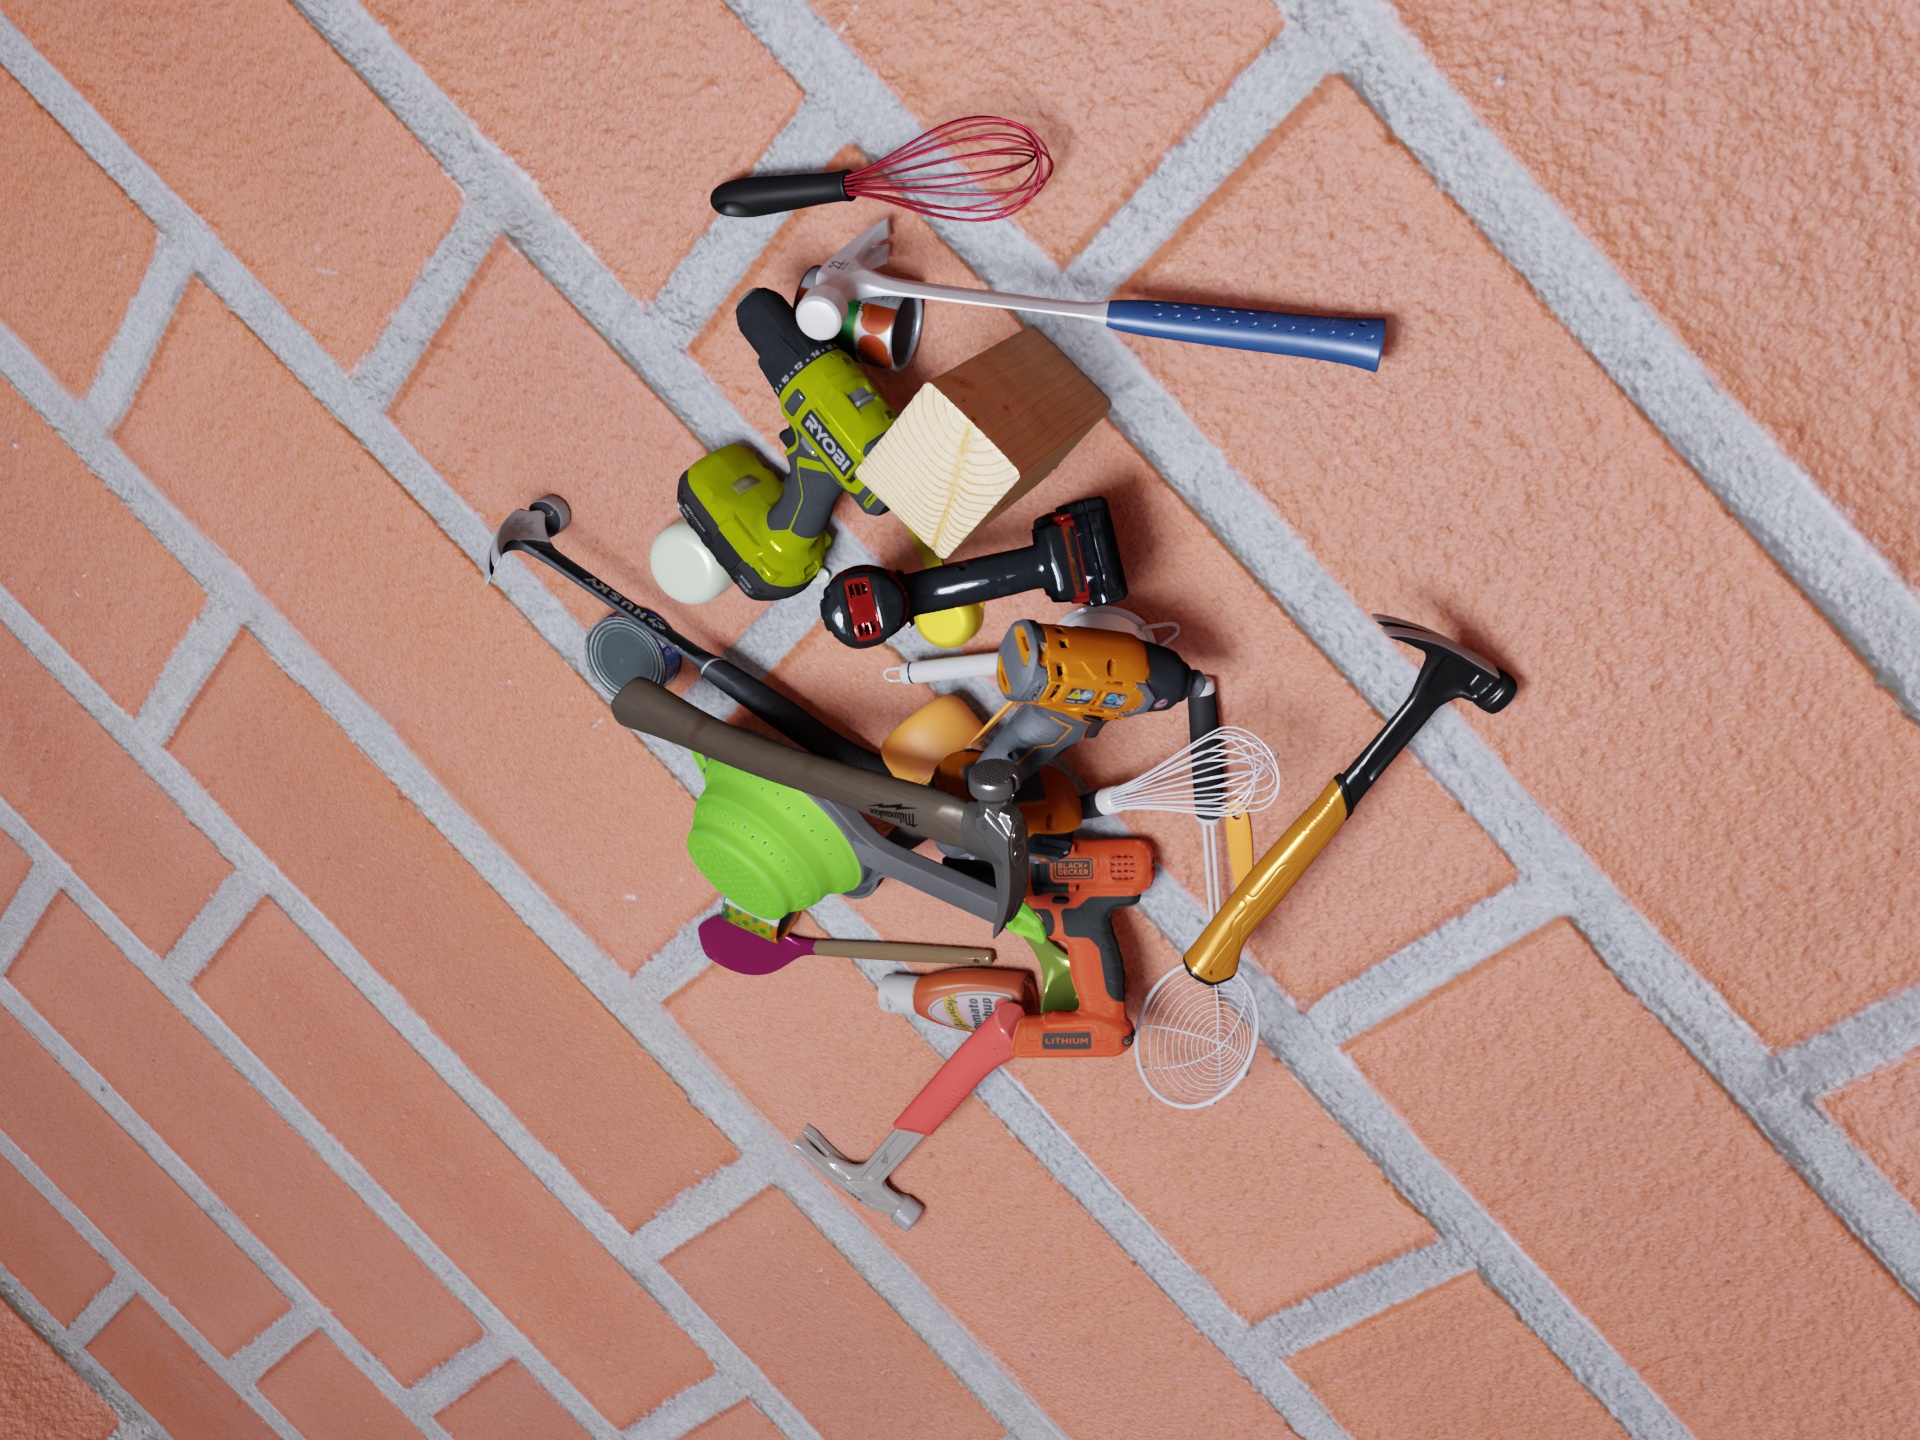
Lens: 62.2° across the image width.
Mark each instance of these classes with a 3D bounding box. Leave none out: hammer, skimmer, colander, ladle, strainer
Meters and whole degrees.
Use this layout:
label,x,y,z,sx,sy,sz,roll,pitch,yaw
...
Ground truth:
label,x,y,z,sx,sy,sz,roll,pitch,yaw
hammer,0.271,0.073,1.213,0.127,0.034,0.336,24,115,-23
skimmer,0.189,0.145,1.315,0.127,0.090,0.363,19,123,49
hammer,-0.233,-0.057,1.397,0.409,0.149,0.036,34,116,-3
hammer,-0.124,0.049,1.282,0.411,0.038,0.146,18,127,31
colander,-0.109,0.133,1.361,0.397,0.094,0.204,21,146,33
hammer,0.096,-0.297,1.141,0.405,0.144,0.035,9,132,9
hammer,-0.037,0.367,1.525,0.149,0.037,0.359,37,132,3
ladle,0.034,0.159,1.412,0.078,0.062,0.320,-35,94,19
strainer,0.052,-0.047,1.304,0.258,0.050,0.086,-5,132,24

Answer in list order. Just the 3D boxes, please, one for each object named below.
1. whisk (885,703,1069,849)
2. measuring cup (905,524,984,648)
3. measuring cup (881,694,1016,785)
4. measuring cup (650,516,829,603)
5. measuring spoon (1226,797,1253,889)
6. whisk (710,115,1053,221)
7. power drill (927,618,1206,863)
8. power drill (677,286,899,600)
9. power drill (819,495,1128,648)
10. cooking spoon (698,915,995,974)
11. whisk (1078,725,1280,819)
label,x,y,z,sx,sy,sz,roll,pitch,yaw
whisk,0.017,0.049,1.358,0.239,0.055,0.055,-39,94,26
measuring cup,-0.029,-0.131,1.315,0.062,0.029,0.156,-12,111,28
measuring cup,-0.002,-0.004,1.322,0.052,0.095,0.173,51,132,5
measuring cup,-0.196,-0.132,1.384,0.168,0.038,0.083,10,117,21
measuring spoon,0.234,0.119,1.328,0.021,0.011,0.116,1,114,23
whisk,-0.066,-0.401,1.188,0.296,0.073,0.073,4,115,28
power drill,0.080,0.017,1.230,0.164,0.084,0.226,6,138,-24
power drill,-0.138,-0.212,1.255,0.190,0.080,0.228,51,142,1
power drill,0.003,-0.108,1.230,0.226,0.188,0.080,-14,97,-1
cooking spoon,-0.115,0.219,1.528,0.319,0.017,0.068,0,114,25
whisk,0.144,0.058,1.283,0.284,0.070,0.070,-18,106,49
